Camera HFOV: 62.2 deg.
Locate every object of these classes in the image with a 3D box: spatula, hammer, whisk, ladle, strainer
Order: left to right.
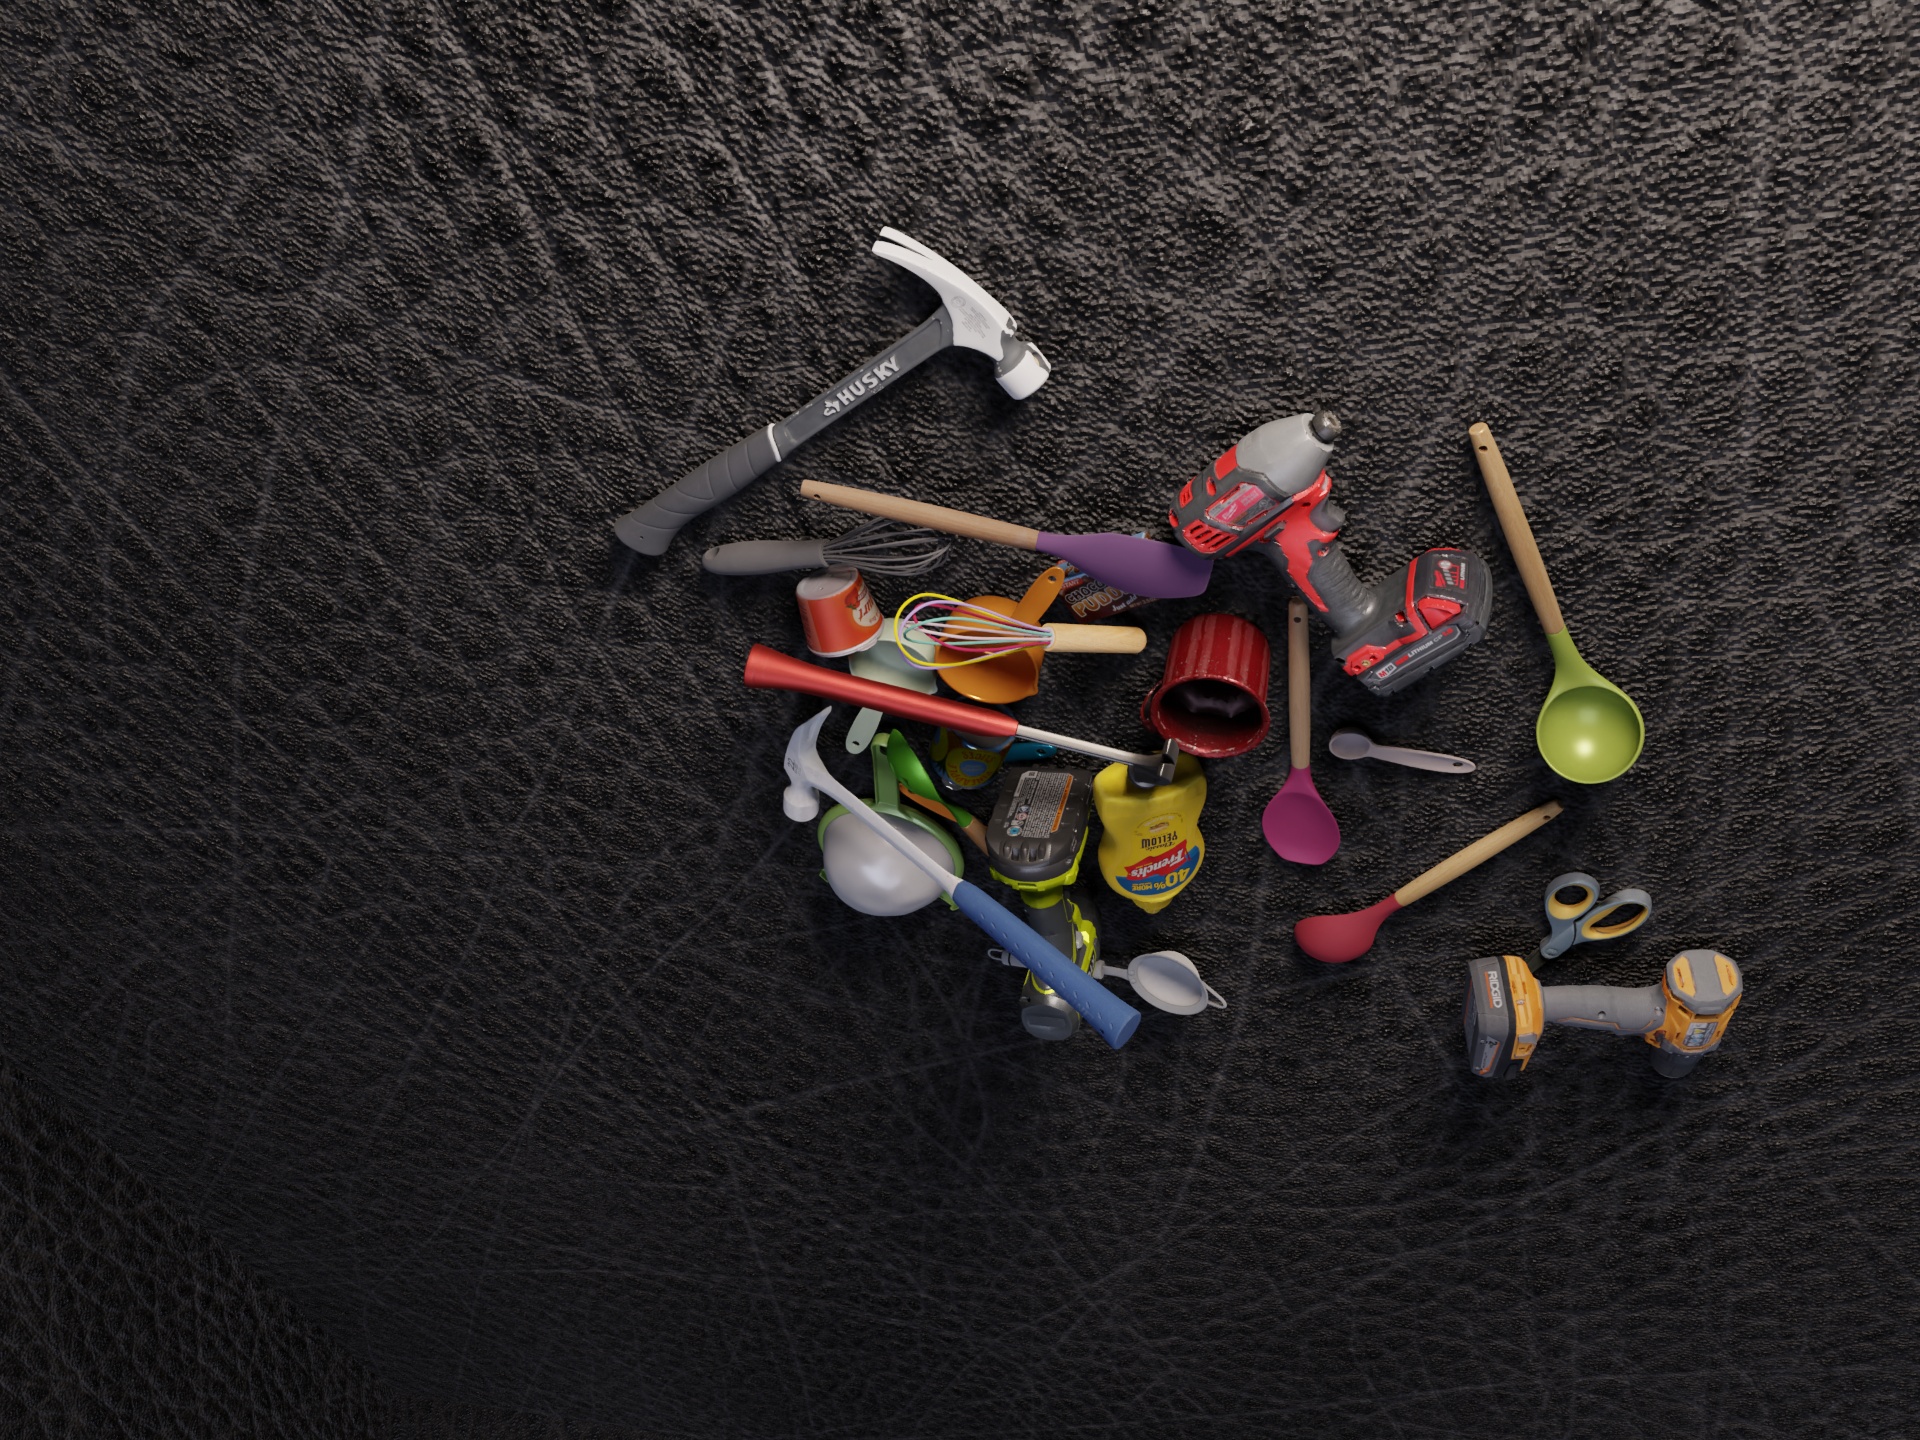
[{"bbox_3d":[-0.131,-0.222,1.203,0.409,0.036,0.149,-24,123,37],"label":"hammer"},{"bbox_3d":[-0.109,-0.138,1.282,0.239,0.055,0.055,-2,135,27],"label":"whisk"},{"bbox_3d":[-0.076,0.115,1.514,0.151,0.069,0.256,12,141,9],"label":"strainer"},{"bbox_3d":[-0.009,0.138,1.377,0.406,0.035,0.144,37,143,25],"label":"hammer"},{"bbox_3d":[-0.002,-0.004,1.293,0.359,0.037,0.149,14,174,4],"label":"hammer"},{"bbox_3d":[0.033,-0.140,1.202,0.316,0.018,0.059,13,141,3],"label":"spatula"},{"bbox_3d":[0.050,-0.067,1.204,0.244,0.047,0.051,0,149,-39],"label":"whisk"},{"bbox_3d":[0.148,0.252,1.618,0.258,0.050,0.086,5,132,22],"label":"strainer"},{"bbox_3d":[0.415,0.149,1.428,0.069,0.031,0.315,32,135,-15],"label":"ladle"},{"bbox_3d":[0.425,-0.079,1.156,0.078,0.062,0.319,-13,128,30],"label":"ladle"}]

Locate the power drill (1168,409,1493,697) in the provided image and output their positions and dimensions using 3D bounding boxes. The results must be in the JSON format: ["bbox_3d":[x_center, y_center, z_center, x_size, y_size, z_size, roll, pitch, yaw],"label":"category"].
[{"bbox_3d":[0.272,-0.126,1.144,0.219,0.079,0.143,36,135,-16],"label":"power drill"}]

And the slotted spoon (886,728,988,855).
[{"bbox_3d":[0.019,0.108,1.484,0.031,0.070,0.313,-44,130,0],"label":"slotted spoon"}]

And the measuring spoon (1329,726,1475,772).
[{"bbox_3d":[0.367,0.024,1.320,0.124,0.018,0.034,11,142,-3],"label":"measuring spoon"}]

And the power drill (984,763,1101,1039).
[{"bbox_3d":[0.086,0.155,1.451,0.080,0.171,0.223,2,128,17],"label":"power drill"}]

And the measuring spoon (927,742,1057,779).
[{"bbox_3d":[0.027,0.038,1.438,0.128,0.021,0.042,-7,133,27],"label":"measuring spoon"}]

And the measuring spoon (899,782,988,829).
[{"bbox_3d":[-0.007,0.085,1.513,0.117,0.011,0.021,27,146,-6],"label":"measuring spoon"}]

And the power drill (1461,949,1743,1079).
[{"bbox_3d":[0.584,0.280,1.464,0.226,0.084,0.185,-5,143,10],"label":"power drill"}]

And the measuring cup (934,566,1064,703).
[{"bbox_3d":[0.044,-0.084,1.278,0.095,0.052,0.173,26,138,-11],"label":"measuring cup"}]

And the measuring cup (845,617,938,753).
[{"bbox_3d":[-0.068,-0.028,1.390,0.083,0.038,0.167,23,140,-6],"label":"measuring cup"}]

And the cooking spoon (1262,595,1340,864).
[{"bbox_3d":[0.285,0.018,1.334,0.069,0.017,0.318,8,139,20],"label":"cooking spoon"}]
